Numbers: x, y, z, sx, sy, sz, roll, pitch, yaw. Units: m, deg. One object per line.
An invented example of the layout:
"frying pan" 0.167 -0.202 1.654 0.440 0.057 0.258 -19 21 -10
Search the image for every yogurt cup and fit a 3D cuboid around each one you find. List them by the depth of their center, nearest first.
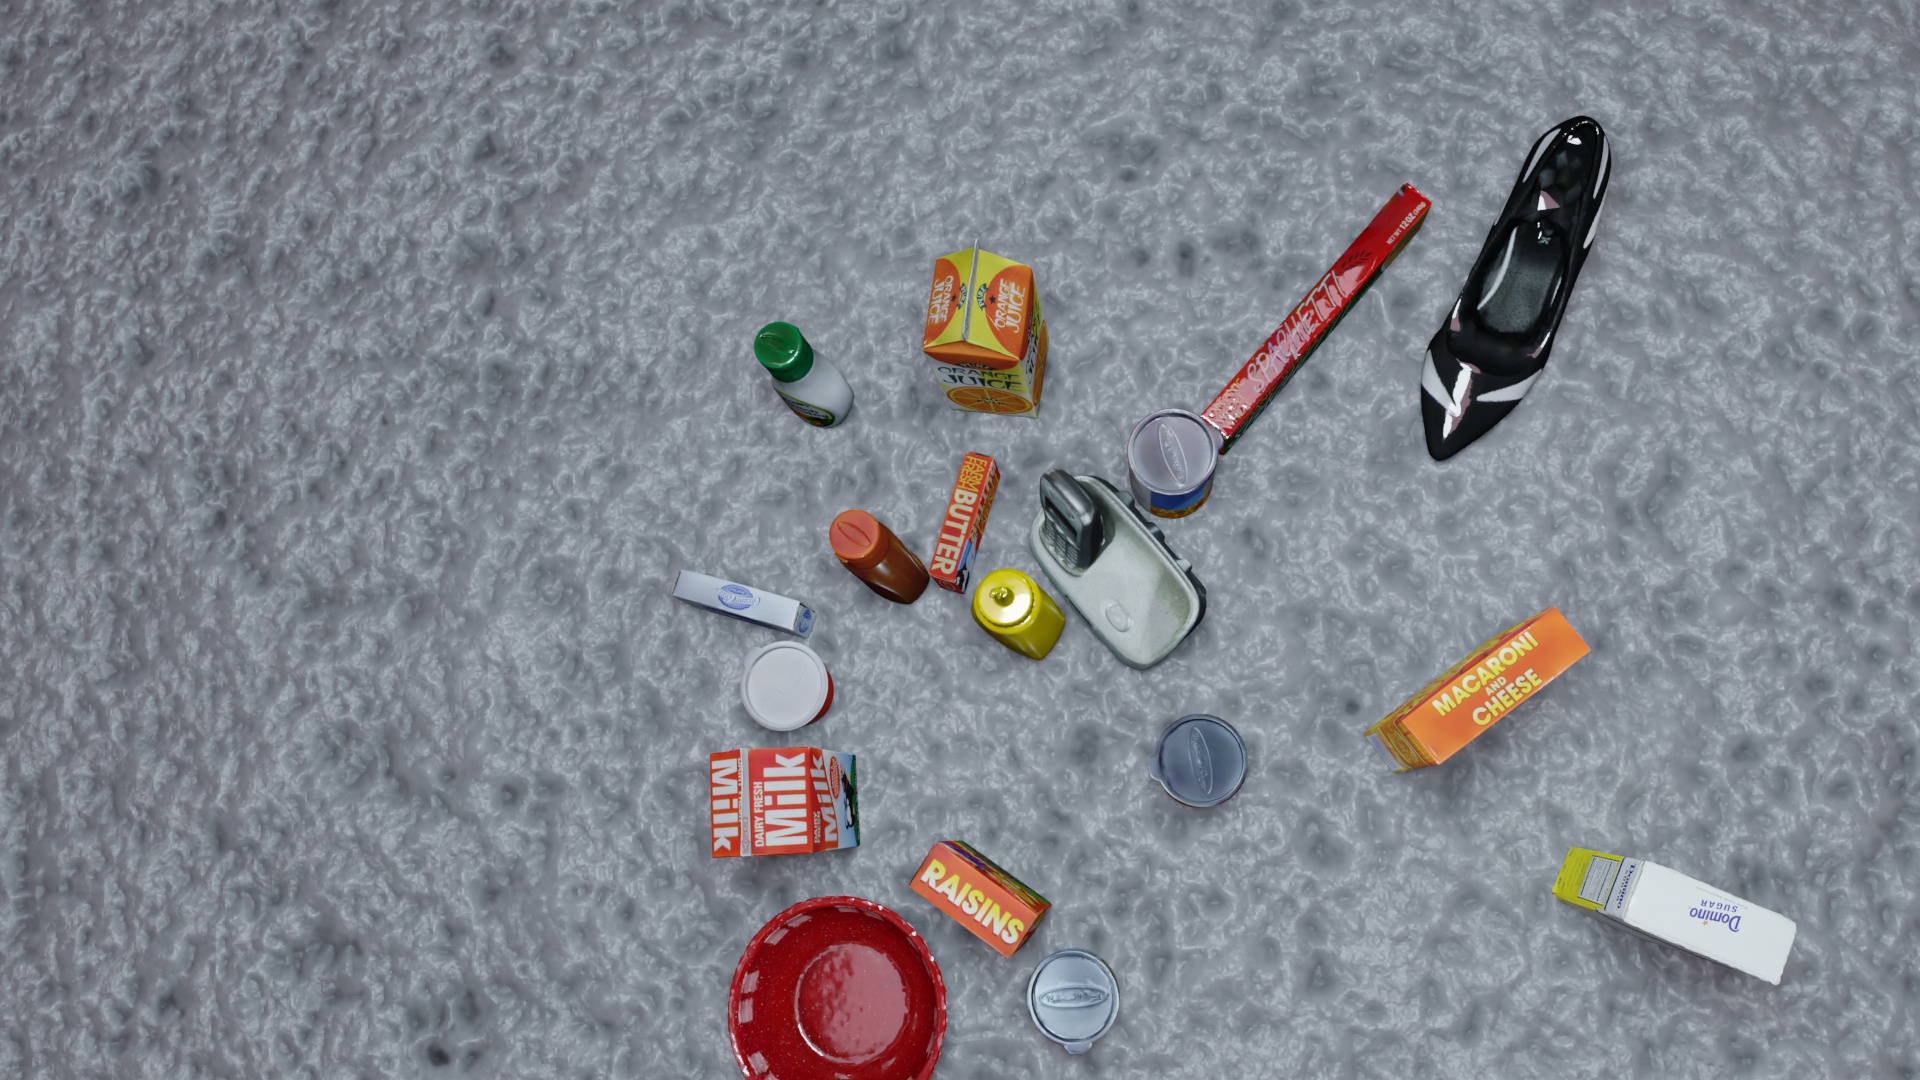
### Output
"yogurt cup" -0.130 0.114 1.073 0.072 0.054 0.072 -2 78 8

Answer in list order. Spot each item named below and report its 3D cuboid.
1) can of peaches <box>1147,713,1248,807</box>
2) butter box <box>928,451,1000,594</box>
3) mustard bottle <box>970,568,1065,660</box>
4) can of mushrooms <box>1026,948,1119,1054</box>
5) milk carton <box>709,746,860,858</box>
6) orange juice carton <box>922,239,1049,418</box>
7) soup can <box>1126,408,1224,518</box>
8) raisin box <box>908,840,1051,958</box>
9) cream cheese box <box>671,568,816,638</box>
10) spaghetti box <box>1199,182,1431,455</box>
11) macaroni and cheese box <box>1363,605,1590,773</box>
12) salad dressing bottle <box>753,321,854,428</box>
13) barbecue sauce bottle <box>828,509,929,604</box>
"can of peaches" 0.173 0.162 1.017 0.071 0.058 0.071 -2 78 8
"butter box" 0.004 -0.014 1.082 0.024 0.053 0.103 15 81 11
"mustard bottle" 0.039 0.050 1.008 0.065 0.160 0.049 30 84 13
"can of mushrooms" 0.082 0.332 1.006 0.071 0.033 0.071 -2 78 8
"milk carton" -0.127 0.186 0.986 0.073 0.190 0.072 -5 78 7
"orange juice carton" 0.020 -0.155 1.039 0.073 0.192 0.072 7 80 10
"soup can" 0.163 -0.057 1.053 0.071 0.083 0.071 -2 78 8
"raisin box" 0.017 0.252 0.986 0.086 0.123 0.040 34 85 13
"cream cheese box" -0.169 0.050 1.093 0.104 0.053 0.024 15 81 11
"spaghetti box" 0.273 -0.170 1.080 0.029 0.050 0.250 40 86 14
"macaroni and cheese box" 0.346 0.106 0.949 0.124 0.166 0.040 -37 76 -1
"salad dressing bottle" -0.123 -0.128 1.077 0.064 0.147 0.044 25 83 12
"barbecue sauce bottle" -0.064 0.011 1.037 0.065 0.148 0.044 35 85 13
